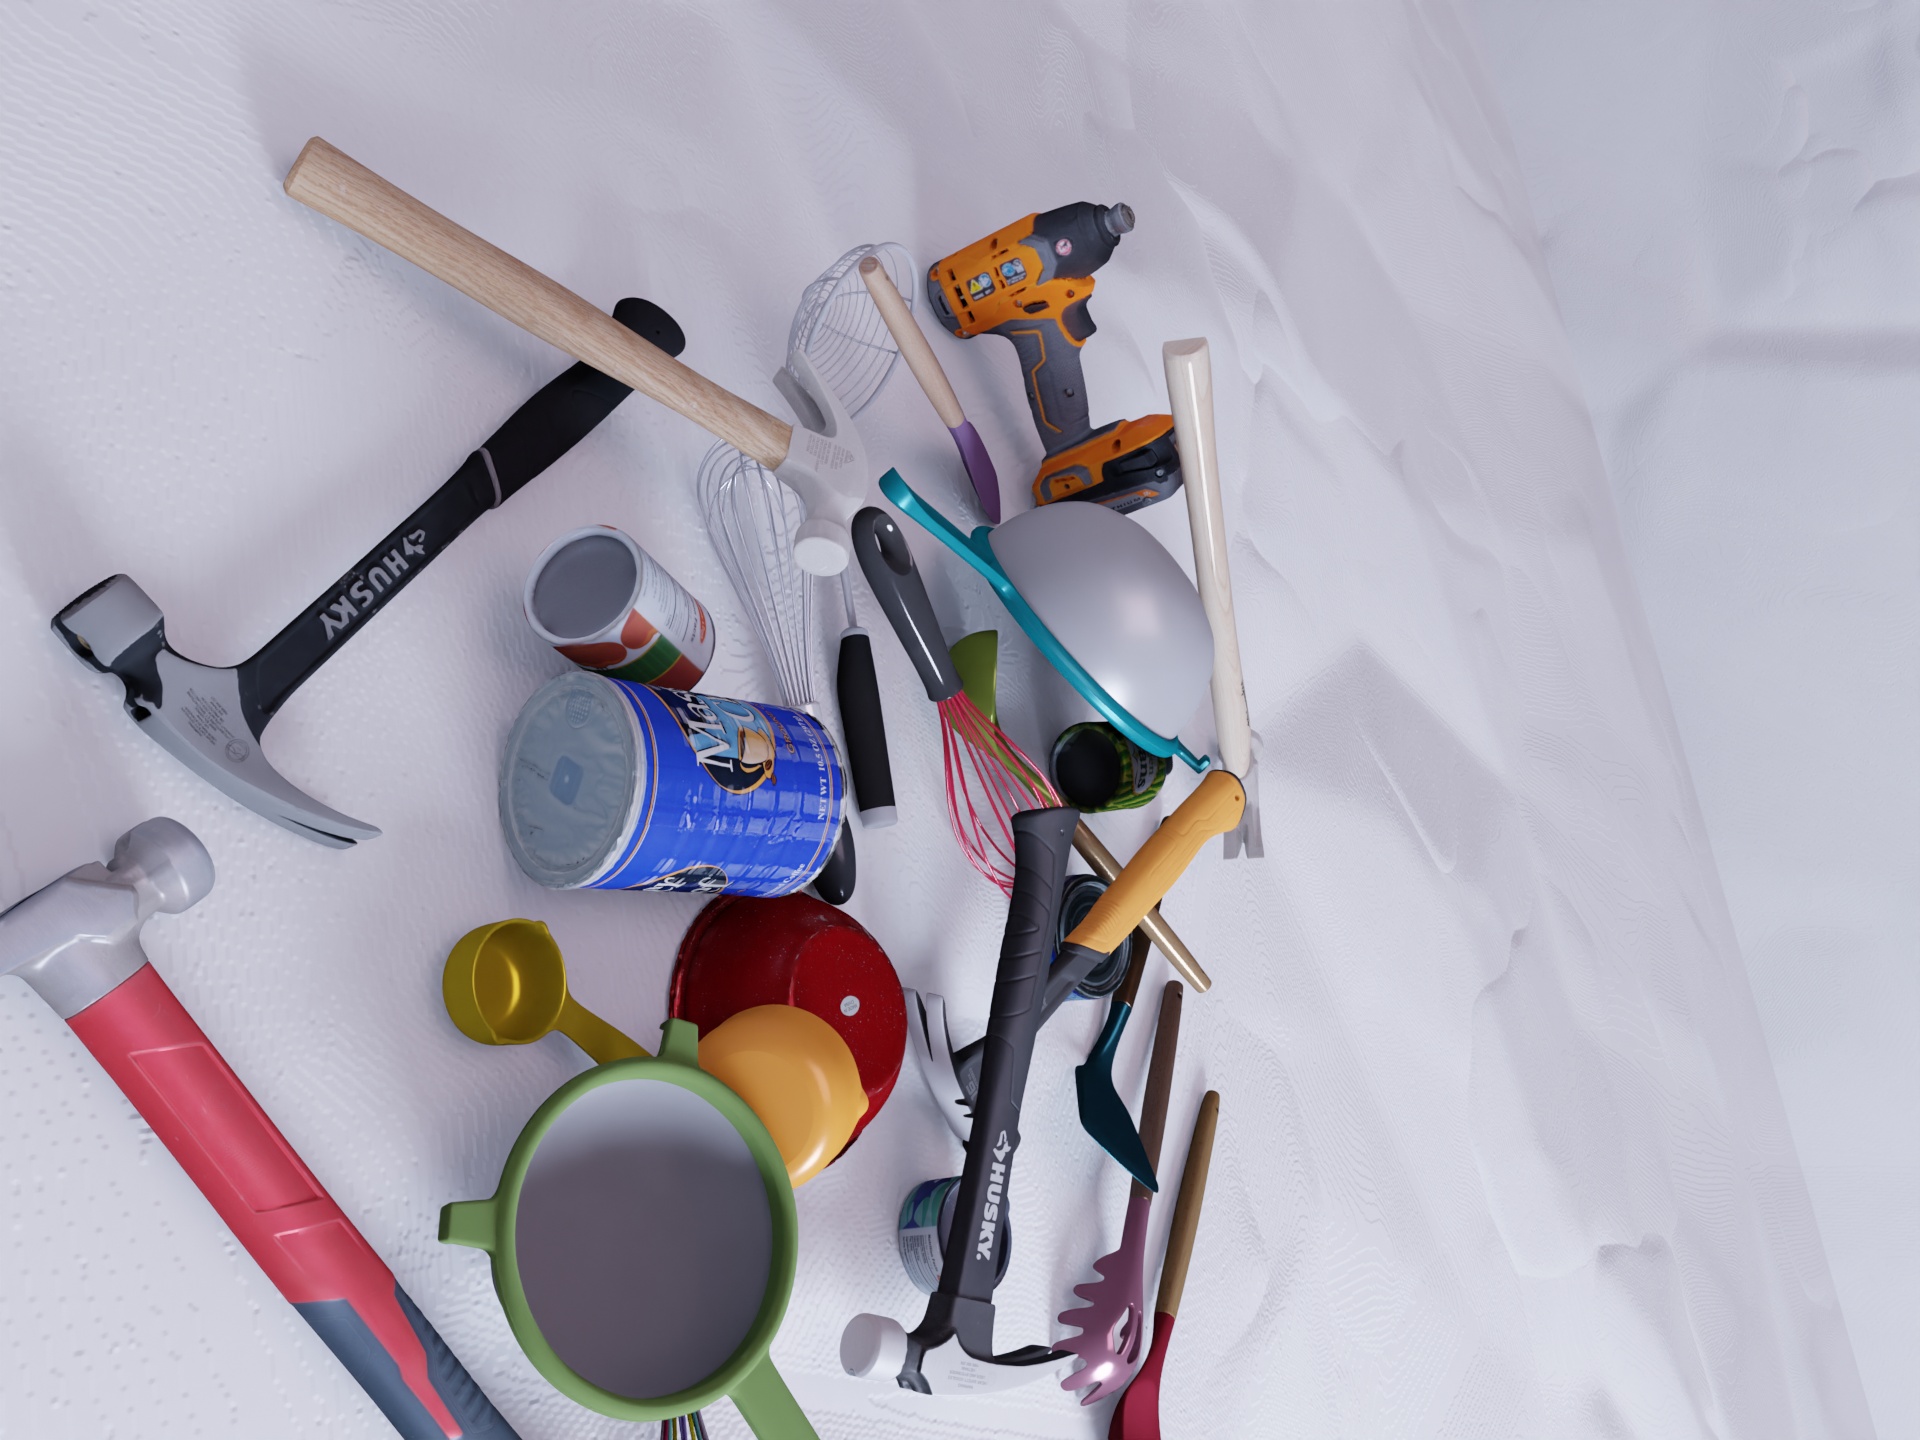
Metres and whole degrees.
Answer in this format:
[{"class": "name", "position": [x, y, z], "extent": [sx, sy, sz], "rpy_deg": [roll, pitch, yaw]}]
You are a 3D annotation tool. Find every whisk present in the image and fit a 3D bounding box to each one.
[{"class": "whisk", "position": [-0.002, -0.003, 0.985], "extent": [0.295, 0.073, 0.073], "rpy_deg": [65, 35, -28]}, {"class": "whisk", "position": [-0.097, -0.033, 0.925], "extent": [0.070, 0.070, 0.284], "rpy_deg": [-8, 85, -53]}, {"class": "whisk", "position": [-0.128, 0.324, 0.730], "extent": [0.047, 0.051, 0.245], "rpy_deg": [8, 65, -45]}]

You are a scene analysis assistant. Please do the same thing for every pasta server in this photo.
[{"class": "pasta server", "position": [0.118, 0.304, 1.075], "extent": [0.060, 0.040, 0.316], "rpy_deg": [49, 37, -27]}]

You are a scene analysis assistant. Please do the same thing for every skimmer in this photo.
[{"class": "skimmer", "position": [-0.048, -0.118, 0.994], "extent": [0.127, 0.090, 0.363], "rpy_deg": [32, 47, -73]}]

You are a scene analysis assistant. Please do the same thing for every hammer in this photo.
[{"class": "hammer", "position": [-0.241, -0.106, 0.786], "extent": [0.149, 0.036, 0.409], "rpy_deg": [55, 39, -22]}, {"class": "hammer", "position": [0.191, -0.085, 1.183], "extent": [0.146, 0.038, 0.410], "rpy_deg": [-79, 159, -52]}, {"class": "hammer", "position": [0.028, 0.205, 0.901], "extent": [0.146, 0.035, 0.335], "rpy_deg": [28, 64, -37]}, {"class": "hammer", "position": [-0.189, -0.202, 0.841], "extent": [0.331, 0.031, 0.130], "rpy_deg": [28, 47, -26]}, {"class": "hammer", "position": [-0.250, 0.232, 0.616], "extent": [0.386, 0.038, 0.143], "rpy_deg": [60, 39, -15]}, {"class": "hammer", "position": [0.090, 0.128, 1.028], "extent": [0.337, 0.034, 0.127], "rpy_deg": [-42, 120, -38]}]

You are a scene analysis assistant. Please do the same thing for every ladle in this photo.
[{"class": "ladle", "position": [0.143, 0.377, 1.070], "extent": [0.069, 0.031, 0.316], "rpy_deg": [61, 34, -30]}, {"class": "ladle", "position": [0.090, 0.070, 1.093], "extent": [0.320, 0.062, 0.078], "rpy_deg": [50, 17, -19]}]

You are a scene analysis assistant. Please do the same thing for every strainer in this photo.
[{"class": "strainer", "position": [-0.123, 0.274, 0.709], "extent": [0.151, 0.069, 0.256], "rpy_deg": [-39, 100, -48]}, {"class": "strainer", "position": [0.075, -0.105, 1.057], "extent": [0.340, 0.095, 0.211], "rpy_deg": [33, 21, -50]}]

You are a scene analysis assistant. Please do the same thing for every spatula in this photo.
[{"class": "spatula", "position": [0.129, 0.181, 1.127], "extent": [0.082, 0.044, 0.318], "rpy_deg": [45, 42, -23]}, {"class": "spatula", "position": [-0.011, -0.209, 1.046], "extent": [0.315, 0.018, 0.060], "rpy_deg": [50, 33, -66]}]

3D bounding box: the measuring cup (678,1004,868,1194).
[{"class": "measuring cup", "position": [-0.100, 0.227, 0.770], "extent": [0.052, 0.095, 0.173], "rpy_deg": [39, 58, -83]}]

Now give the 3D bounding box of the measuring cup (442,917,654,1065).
[{"class": "measuring cup", "position": [-0.187, 0.149, 0.756], "extent": [0.156, 0.029, 0.062], "rpy_deg": [53, 38, -41]}]

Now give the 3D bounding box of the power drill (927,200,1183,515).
[{"class": "power drill", "position": [0.091, -0.267, 1.184], "extent": [0.226, 0.164, 0.084], "rpy_deg": [62, 35, -15]}]
